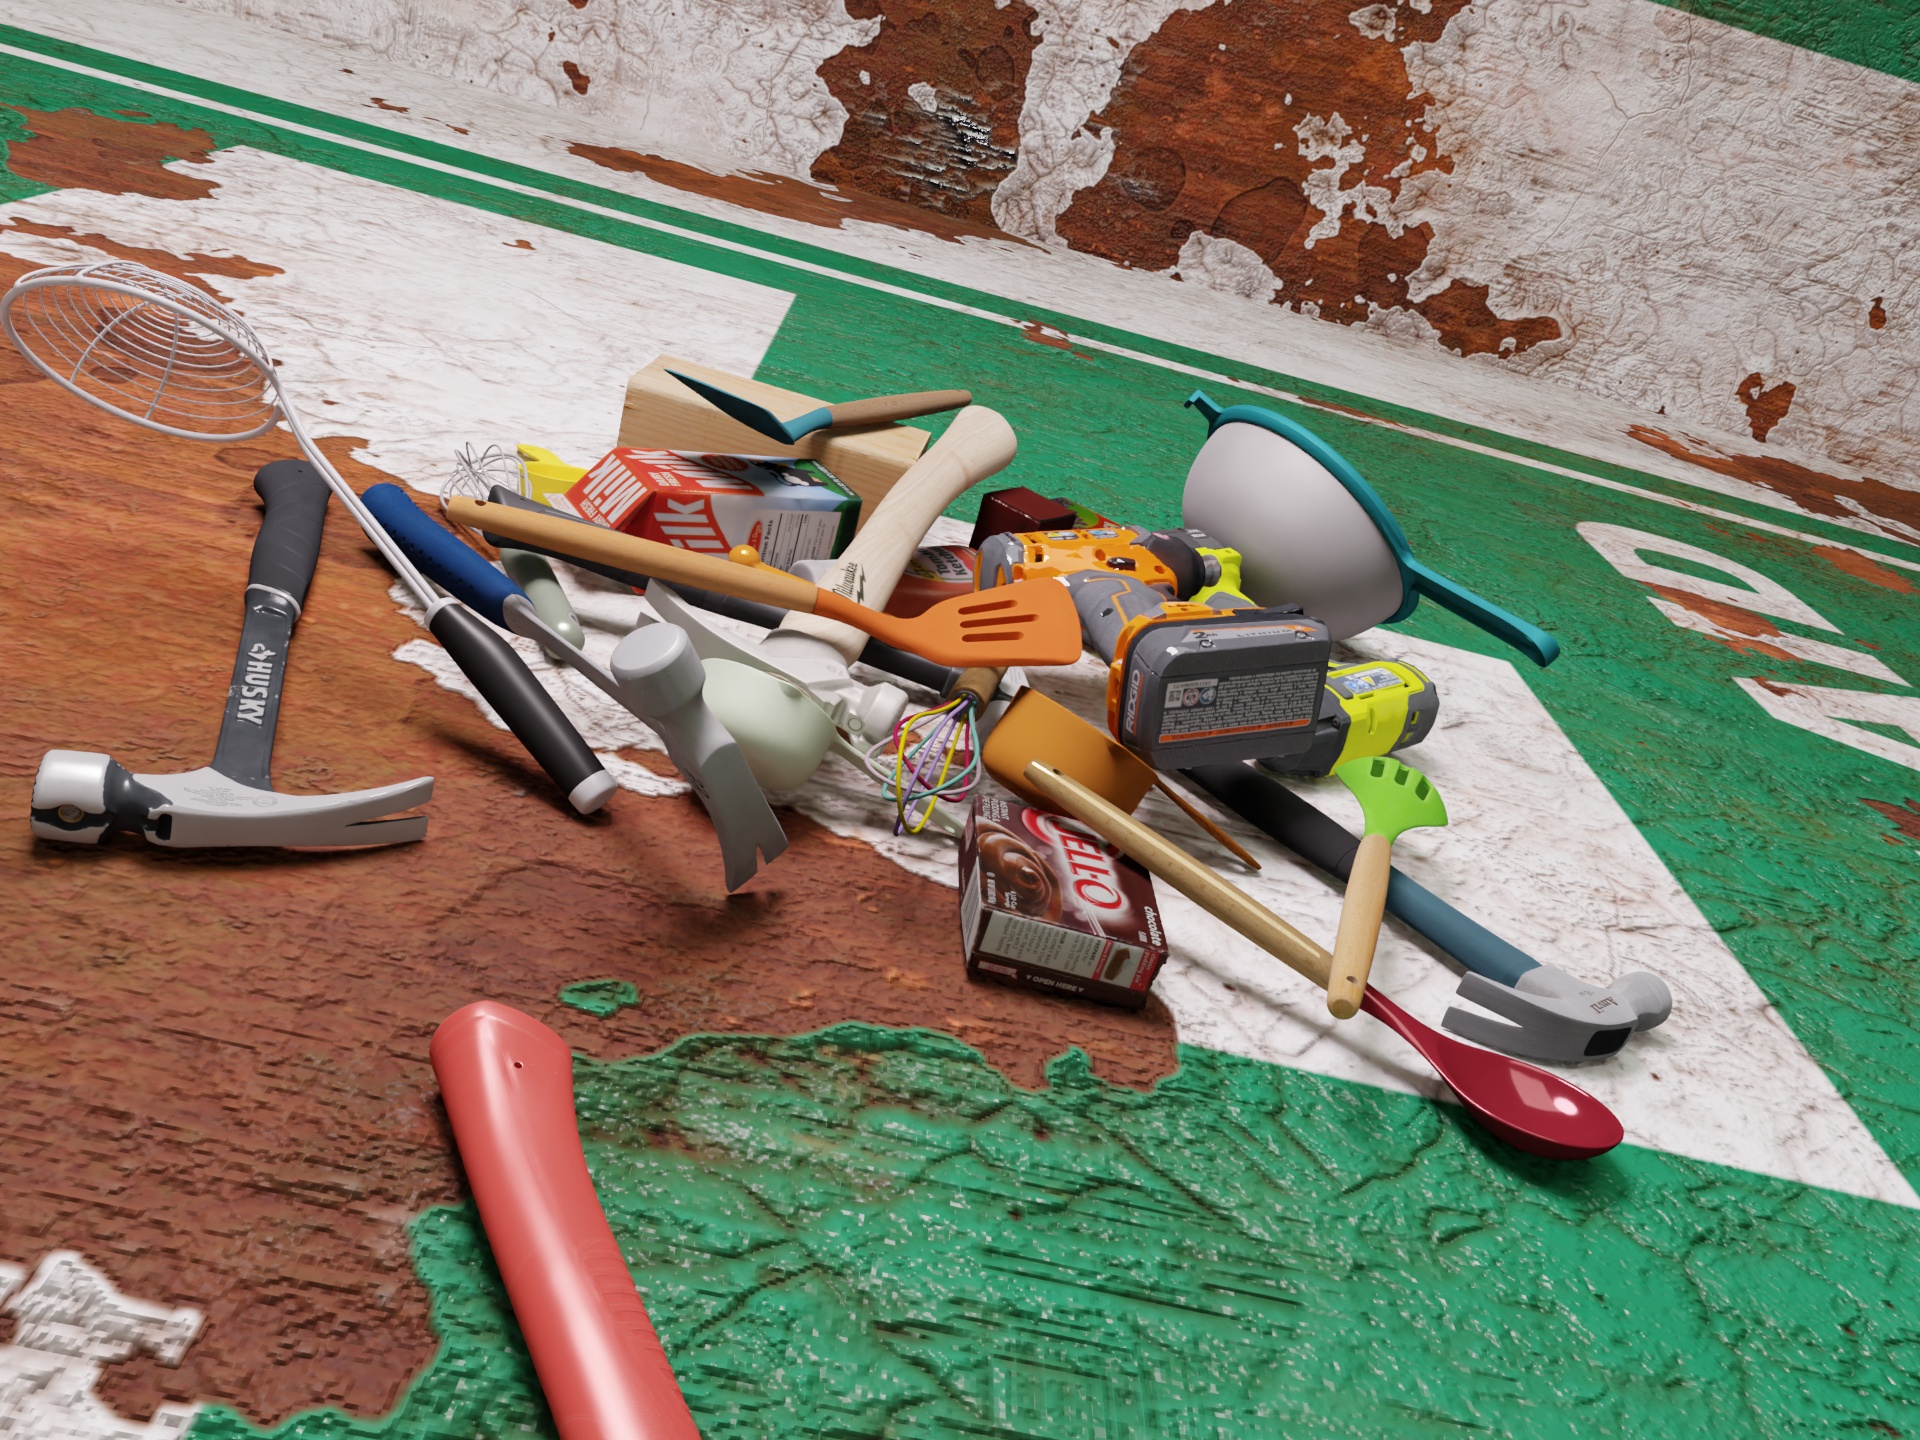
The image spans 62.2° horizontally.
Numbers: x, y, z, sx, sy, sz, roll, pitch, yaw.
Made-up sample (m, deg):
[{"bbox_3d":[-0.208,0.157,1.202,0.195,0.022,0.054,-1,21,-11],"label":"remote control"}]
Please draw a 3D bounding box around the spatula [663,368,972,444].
[{"bbox_3d":[-0.075,-0.221,1.100,0.082,0.044,0.317,25,26,24],"label":"spatula"}]

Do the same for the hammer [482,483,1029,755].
[{"bbox_3d":[-0.118,-0.070,0.942,0.334,0.035,0.146,19,24,-11],"label":"hammer"}]

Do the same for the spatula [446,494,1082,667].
[{"bbox_3d":[-0.095,-0.075,0.812,0.322,0.041,0.081,13,35,-15],"label":"spatula"}]

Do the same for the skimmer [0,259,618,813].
[{"bbox_3d":[-0.310,-0.080,0.760,0.090,0.127,0.363,-38,82,-25],"label":"skimmer"}]

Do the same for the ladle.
[{"bbox_3d":[0.158,0.108,0.744,0.315,0.031,0.069,34,23,16],"label":"ladle"}]

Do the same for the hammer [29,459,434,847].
[{"bbox_3d":[-0.346,-0.052,0.809,0.149,0.036,0.409,7,26,-21],"label":"hammer"}]

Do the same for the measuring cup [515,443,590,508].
[{"bbox_3d":[-0.290,-0.169,1.112,0.062,0.029,0.157,3,16,-27],"label":"measuring cup"}]

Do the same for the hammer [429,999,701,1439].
[{"bbox_3d":[-0.096,0.203,0.430,0.149,0.036,0.359,-1,30,-33],"label":"hammer"}]

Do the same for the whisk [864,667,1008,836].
[{"bbox_3d":[-0.001,-0.005,0.821,0.047,0.051,0.245,56,20,-10],"label":"whisk"}]

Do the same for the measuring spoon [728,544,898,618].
[{"bbox_3d":[-0.081,-0.078,0.935,0.117,0.011,0.021,23,24,-2],"label":"measuring spoon"}]

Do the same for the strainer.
[{"bbox_3d":[0.271,-0.098,1.158,0.095,0.210,0.341,-41,45,-8],"label":"strainer"}]

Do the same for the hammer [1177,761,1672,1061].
[{"bbox_3d":[0.219,0.080,0.885,0.128,0.033,0.331,-7,33,-43],"label":"hammer"}]

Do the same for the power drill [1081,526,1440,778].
[{"bbox_3d":[0.188,-0.044,1.073,0.171,0.080,0.223,-12,39,-39],"label":"power drill"}]

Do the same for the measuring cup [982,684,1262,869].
[{"bbox_3d":[0.087,0.050,0.853,0.173,0.052,0.095,37,-2,-17],"label":"measuring cup"}]

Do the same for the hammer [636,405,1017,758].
[{"bbox_3d":[-0.049,-0.118,0.973,0.146,0.038,0.411,27,33,1],"label":"hammer"}]

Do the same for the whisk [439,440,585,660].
[{"bbox_3d":[-0.269,-0.105,0.963,0.059,0.057,0.247,-29,42,-10],"label":"whisk"}]

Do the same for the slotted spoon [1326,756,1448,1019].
[{"bbox_3d":[0.211,0.075,0.806,0.070,0.031,0.314,26,24,10],"label":"slotted spoon"}]

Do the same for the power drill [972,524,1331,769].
[{"bbox_3d":[0.122,-0.057,0.942,0.164,0.084,0.227,-6,27,-22],"label":"power drill"}]

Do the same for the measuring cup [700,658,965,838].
[{"bbox_3d":[-0.067,0.029,0.793,0.167,0.038,0.083,34,-21,-16],"label":"measuring cup"}]

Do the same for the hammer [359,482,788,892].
[{"bbox_3d":[-0.217,-0.044,0.808,0.035,0.143,0.406,-38,41,-20],"label":"hammer"}]
